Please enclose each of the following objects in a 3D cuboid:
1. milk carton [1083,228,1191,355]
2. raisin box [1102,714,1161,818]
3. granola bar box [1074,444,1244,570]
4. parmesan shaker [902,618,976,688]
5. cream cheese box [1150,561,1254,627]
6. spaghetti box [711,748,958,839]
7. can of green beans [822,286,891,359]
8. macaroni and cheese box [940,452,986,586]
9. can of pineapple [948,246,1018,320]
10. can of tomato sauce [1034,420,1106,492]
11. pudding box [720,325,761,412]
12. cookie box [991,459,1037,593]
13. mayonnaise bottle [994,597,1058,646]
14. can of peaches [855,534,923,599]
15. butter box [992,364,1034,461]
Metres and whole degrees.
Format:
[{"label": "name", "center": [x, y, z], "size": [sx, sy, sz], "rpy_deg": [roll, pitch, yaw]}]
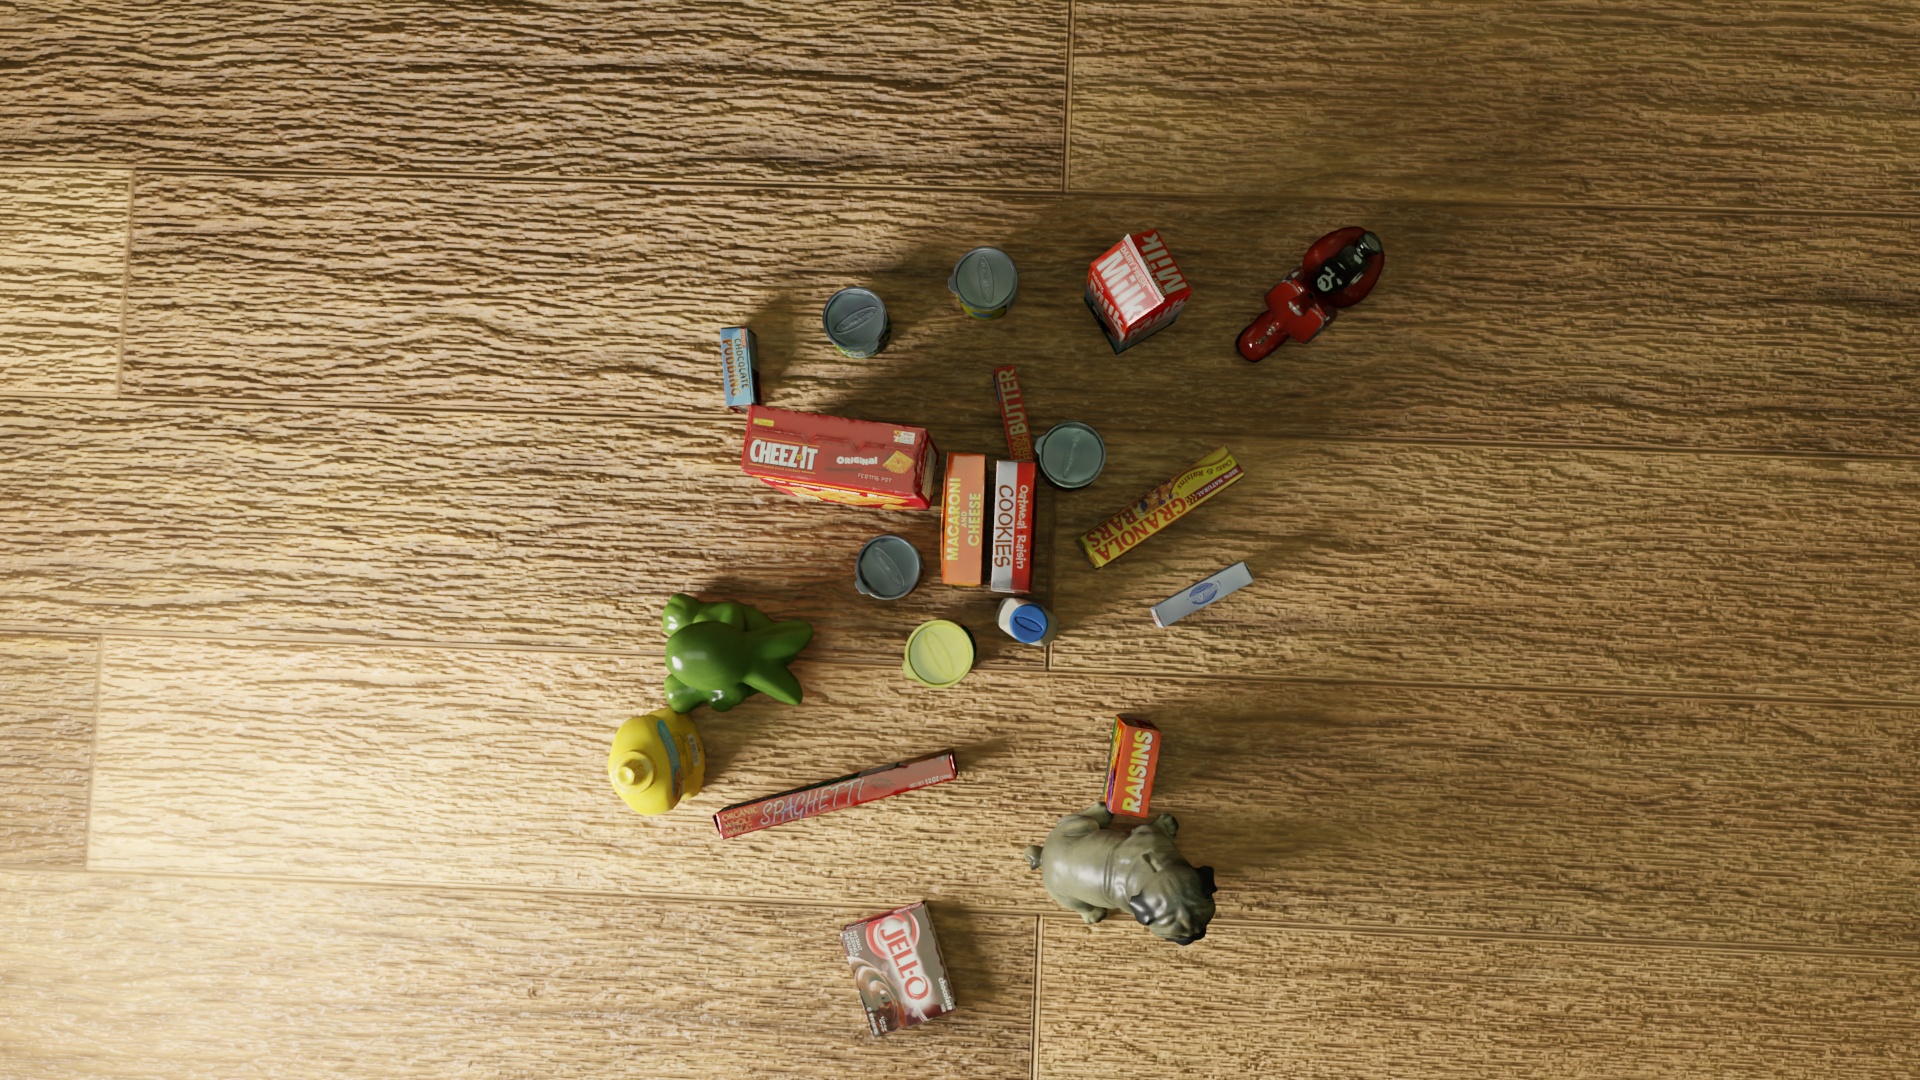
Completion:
[{"label": "milk carton", "center": [0.172, -0.244, 1.355], "size": [0.073, 0.190, 0.072], "rpy_deg": [-29, 87, 1]}, {"label": "raisin box", "center": [0.167, 0.220, 1.366], "size": [0.040, 0.123, 0.086], "rpy_deg": [11, 88, 3]}, {"label": "granola bar box", "center": [0.195, -0.030, 1.377], "size": [0.165, 0.124, 0.039], "rpy_deg": [-33, 87, 0]}, {"label": "parmesan shaker", "center": [-0.021, 0.112, 1.388], "size": [0.071, 0.103, 0.071], "rpy_deg": [0, 88, 2]}, {"label": "cream cheese box", "center": [0.243, 0.055, 1.406], "size": [0.104, 0.053, 0.024], "rpy_deg": [-27, 87, 1]}, {"label": "spaghetti box", "center": [-0.125, 0.257, 1.411], "size": [0.250, 0.050, 0.028], "rpy_deg": [-15, 87, 1]}, {"label": "can of green beans", "center": [-0.106, -0.223, 1.430], "size": [0.071, 0.058, 0.071], "rpy_deg": [0, 87, 2]}, {"label": "macaroni and cheese box", "center": [0.005, -0.017, 1.361], "size": [0.040, 0.166, 0.123], "rpy_deg": [2, 88, 2]}, {"label": "can of pineapple", "center": [0.025, -0.264, 1.427], "size": [0.071, 0.058, 0.071], "rpy_deg": [0, 88, 2]}, {"label": "can of tomato sauce", "center": [0.109, -0.084, 1.403], "size": [0.071, 0.083, 0.071], "rpy_deg": [0, 88, 2]}, {"label": "pudding box", "center": [-0.226, -0.176, 1.436], "size": [0.030, 0.049, 0.083], "rpy_deg": [-6, 87, 2]}, {"label": "cookie box", "center": [0.053, -0.010, 1.359], "size": [0.040, 0.167, 0.123], "rpy_deg": [2, 88, 2]}, {"label": "mayonnaise bottle", "center": [0.066, 0.080, 1.364], "size": [0.065, 0.148, 0.041], "rpy_deg": [24, 89, 3]}, {"label": "can of peaches", "center": [-0.073, 0.029, 1.416], "size": [0.071, 0.058, 0.071], "rpy_deg": [0, 88, 2]}, {"label": "butter box", "center": [0.054, -0.126, 1.422], "size": [0.024, 0.053, 0.103], "rpy_deg": [-12, 87, 2]}]
